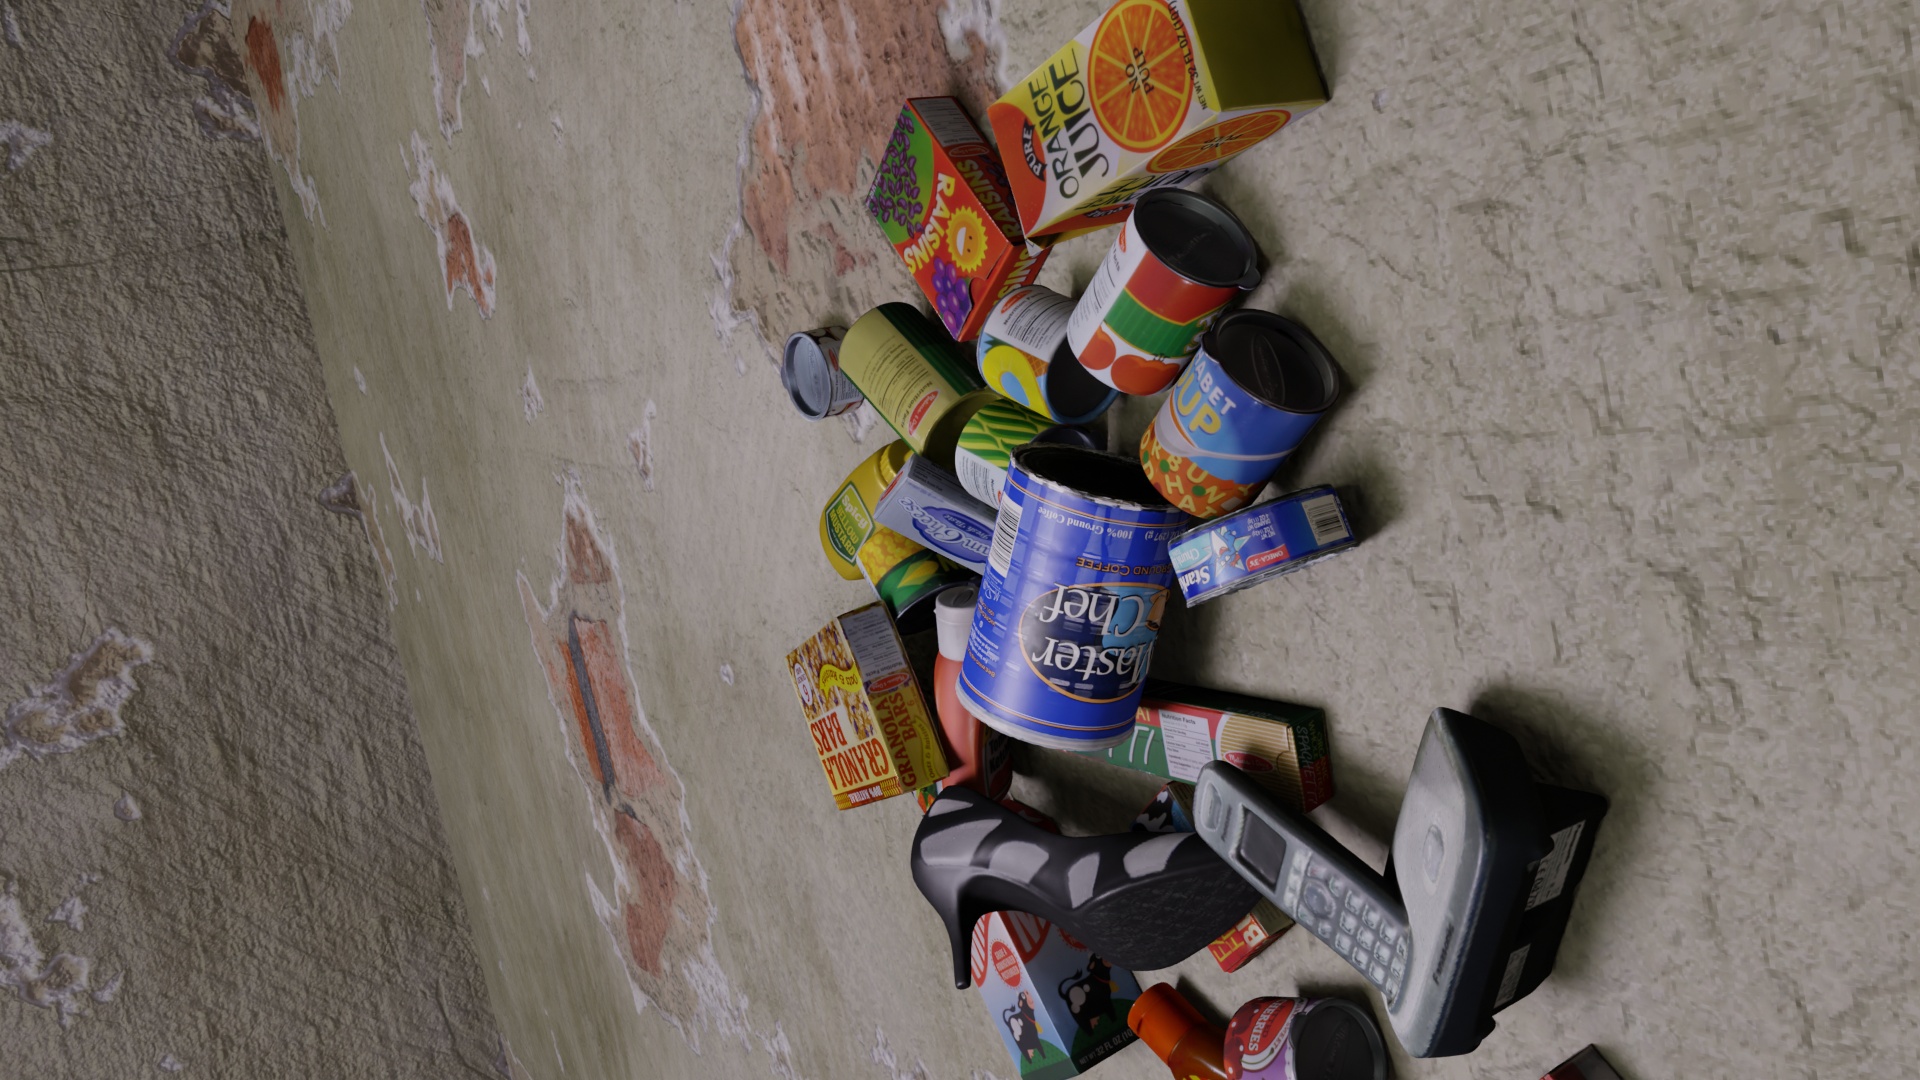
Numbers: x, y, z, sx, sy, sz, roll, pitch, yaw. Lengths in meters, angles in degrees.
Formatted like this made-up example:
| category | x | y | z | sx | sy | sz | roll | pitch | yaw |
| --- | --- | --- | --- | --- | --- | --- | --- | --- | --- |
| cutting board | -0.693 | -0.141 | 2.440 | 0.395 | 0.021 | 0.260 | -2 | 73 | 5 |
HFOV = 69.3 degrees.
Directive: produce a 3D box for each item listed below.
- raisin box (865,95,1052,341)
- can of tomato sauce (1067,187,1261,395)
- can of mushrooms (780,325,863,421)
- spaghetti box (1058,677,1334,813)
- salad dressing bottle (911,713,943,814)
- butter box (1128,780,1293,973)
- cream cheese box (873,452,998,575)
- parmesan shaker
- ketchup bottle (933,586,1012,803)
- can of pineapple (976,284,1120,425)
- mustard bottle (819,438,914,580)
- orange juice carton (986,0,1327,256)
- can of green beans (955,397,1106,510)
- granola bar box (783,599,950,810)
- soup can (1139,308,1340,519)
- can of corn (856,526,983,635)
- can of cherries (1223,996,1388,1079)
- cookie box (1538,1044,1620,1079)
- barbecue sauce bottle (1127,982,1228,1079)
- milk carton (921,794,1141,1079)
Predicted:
| category | x | y | z | sx | sy | sz | roll | pitch | yaw |
| --- | --- | --- | --- | --- | --- | --- | --- | --- | --- |
| raisin box | -0.003 | -0.194 | 0.837 | 0.123 | 0.040 | 0.085 | 58 | 143 | 21 |
| can of tomato sauce | 0.101 | -0.122 | 0.695 | 0.071 | 0.071 | 0.082 | 58 | 144 | 22 |
| can of mushrooms | -0.101 | -0.123 | 1.016 | 0.071 | 0.033 | 0.070 | 28 | 127 | 47 |
| spaghetti box | 0.109 | 0.108 | 0.812 | 0.250 | 0.029 | 0.050 | 5 | 108 | 55 |
| salad dressing bottle | -0.034 | 0.146 | 1.023 | 0.148 | 0.044 | 0.064 | 51 | 147 | 33 |
| butter box | 0.143 | 0.192 | 0.803 | 0.104 | 0.024 | 0.052 | 56 | 142 | 24 |
| cream cheese box | 0.003 | -0.011 | 0.863 | 0.053 | 0.104 | 0.024 | -48 | 19 | 51 |
| parmesan shaker | -0.022 | -0.100 | 0.884 | 0.103 | 0.071 | 0.071 | 49 | 139 | 33 |
| ketchup bottle | 0.007 | 0.104 | 0.922 | 0.043 | 0.065 | 0.148 | 4 | 114 | 21 |
| can of pineapple | 0.053 | -0.102 | 0.773 | 0.058 | 0.071 | 0.070 | 33 | 129 | 44 |
| mustard bottle | -0.051 | -0.031 | 0.969 | 0.065 | 0.049 | 0.159 | 60 | 144 | 17 |
| orange juice carton | 0.078 | -0.206 | 0.683 | 0.192 | 0.073 | 0.072 | -19 | 88 | 57 |
| can of green beans | 0.039 | -0.045 | 0.813 | 0.058 | 0.071 | 0.071 | 32 | 129 | 49 |
| granola bar box | -0.069 | 0.120 | 0.971 | 0.124 | 0.039 | 0.165 | 69 | 157 | 7 |
| soup can | 0.130 | -0.060 | 0.672 | 0.071 | 0.071 | 0.083 | 57 | 143 | 23 |
| can of corn | -0.028 | 0.021 | 0.944 | 0.058 | 0.071 | 0.070 | 59 | 144 | 21 |
| can of cherries | 0.182 | 0.276 | 0.742 | 0.058 | 0.072 | 0.071 | -27 | 81 | 57 |
| cookie box | 0.282 | 0.330 | 0.646 | 0.123 | 0.040 | 0.166 | 52 | 141 | 29 |
| barbecue sauce bottle | 0.161 | 0.323 | 0.816 | 0.149 | 0.044 | 0.064 | 39 | 134 | 42 |
| milk carton | 0.044 | 0.259 | 0.933 | 0.191 | 0.072 | 0.073 | 63 | 145 | 17 |
